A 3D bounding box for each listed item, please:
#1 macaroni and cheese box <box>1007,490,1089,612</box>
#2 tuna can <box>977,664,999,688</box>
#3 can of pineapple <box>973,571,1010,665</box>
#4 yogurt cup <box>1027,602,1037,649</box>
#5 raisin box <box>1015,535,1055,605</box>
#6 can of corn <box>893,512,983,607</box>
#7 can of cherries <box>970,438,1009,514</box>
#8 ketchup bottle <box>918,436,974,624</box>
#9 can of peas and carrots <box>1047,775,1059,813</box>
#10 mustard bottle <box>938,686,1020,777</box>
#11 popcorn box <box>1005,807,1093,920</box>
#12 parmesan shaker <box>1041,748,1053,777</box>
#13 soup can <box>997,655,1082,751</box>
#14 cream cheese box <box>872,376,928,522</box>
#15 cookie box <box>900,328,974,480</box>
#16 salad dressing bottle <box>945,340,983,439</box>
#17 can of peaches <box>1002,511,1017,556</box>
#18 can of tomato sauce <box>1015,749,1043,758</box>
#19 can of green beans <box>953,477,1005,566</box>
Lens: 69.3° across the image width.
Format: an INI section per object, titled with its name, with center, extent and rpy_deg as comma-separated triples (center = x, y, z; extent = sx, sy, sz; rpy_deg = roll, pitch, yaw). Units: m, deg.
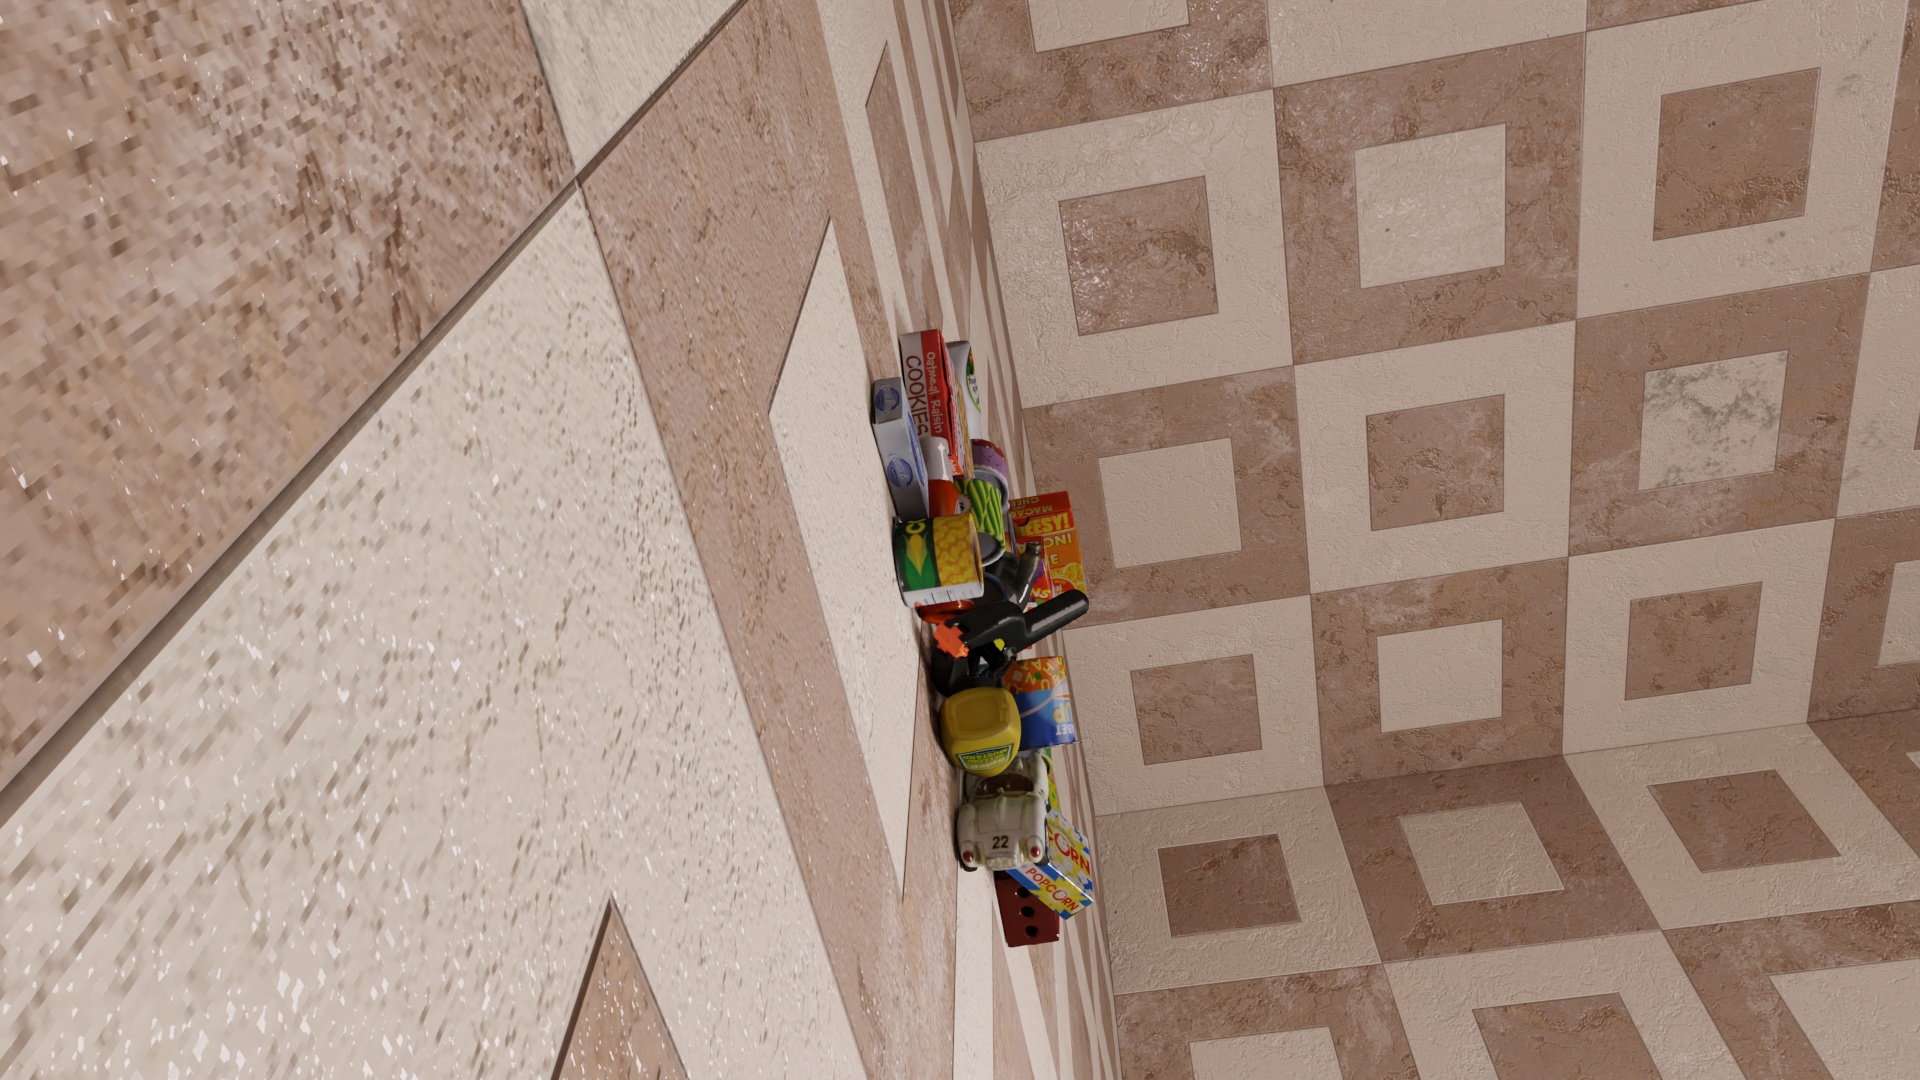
[macaroni and cheese box]
center = 0.084, 0.025, 1.671
extent = 0.040, 0.124, 0.165
rpy_deg = -94, 172, -50
[tuna can]
center = 0.018, 0.136, 1.326
extent = 0.071, 0.033, 0.071
rpy_deg = -12, 93, -84
[can of pineapple]
center = 0.015, 0.067, 1.229
extent = 0.057, 0.071, 0.071
rpy_deg = 72, 11, -56
[yogurt cup]
center = 0.054, 0.098, 1.584
extent = 0.072, 0.072, 0.054
rpy_deg = 38, 51, -82
[raisin box]
center = 0.063, 0.049, 1.620
extent = 0.122, 0.086, 0.040
rpy_deg = 74, 14, -50
[can of corn]
center = -0.016, 0.012, 1.053
extent = 0.071, 0.058, 0.071
rpy_deg = -12, 94, -84
[can of cherries]
center = 0.018, -0.062, 1.435
extent = 0.059, 0.071, 0.071
rpy_deg = -93, 172, -53
[ketchup bottle]
center = -0.020, -0.009, 1.129
extent = 0.064, 0.043, 0.149
rpy_deg = 57, 24, -74
[can of peas and carrots]
center = 0.070, 0.280, 1.432
extent = 0.070, 0.071, 0.059
rpy_deg = 74, 8, -49
[mustard bottle]
center = 0.019, 0.166, 1.154
extent = 0.159, 0.065, 0.049
rpy_deg = 78, 2, -66
[popcorn box]
center = 0.070, 0.284, 1.303
extent = 0.126, 0.038, 0.085
rpy_deg = 44, 22, -23
[parmesan shaker]
center = 0.059, 0.205, 1.477
extent = 0.103, 0.071, 0.071
rpy_deg = -93, 172, -49
[soup can]
center = 0.074, 0.154, 1.308
extent = 0.071, 0.071, 0.084
rpy_deg = 49, 33, -79
[cream cheese box]
center = -0.046, -0.069, 1.062
extent = 0.053, 0.024, 0.103
rpy_deg = -95, 173, -47
[cookie box]
center = -0.018, -0.110, 1.306
extent = 0.167, 0.040, 0.123
rpy_deg = 61, 21, -73
[salad dressing bottle]
center = 0.001, -0.143, 1.522
extent = 0.064, 0.044, 0.147
rpy_deg = -76, 157, -72
[can of peaches]
center = 0.030, 0.007, 1.503
extent = 0.071, 0.058, 0.071
rpy_deg = -12, 94, -85
[can of tomato sauce]
center = 0.049, 0.180, 1.398
extent = 0.083, 0.071, 0.070
rpy_deg = -91, 170, -49
[can of green beans]
center = 0.006, -0.015, 1.273
extent = 0.071, 0.071, 0.058
rpy_deg = 73, 10, -54
